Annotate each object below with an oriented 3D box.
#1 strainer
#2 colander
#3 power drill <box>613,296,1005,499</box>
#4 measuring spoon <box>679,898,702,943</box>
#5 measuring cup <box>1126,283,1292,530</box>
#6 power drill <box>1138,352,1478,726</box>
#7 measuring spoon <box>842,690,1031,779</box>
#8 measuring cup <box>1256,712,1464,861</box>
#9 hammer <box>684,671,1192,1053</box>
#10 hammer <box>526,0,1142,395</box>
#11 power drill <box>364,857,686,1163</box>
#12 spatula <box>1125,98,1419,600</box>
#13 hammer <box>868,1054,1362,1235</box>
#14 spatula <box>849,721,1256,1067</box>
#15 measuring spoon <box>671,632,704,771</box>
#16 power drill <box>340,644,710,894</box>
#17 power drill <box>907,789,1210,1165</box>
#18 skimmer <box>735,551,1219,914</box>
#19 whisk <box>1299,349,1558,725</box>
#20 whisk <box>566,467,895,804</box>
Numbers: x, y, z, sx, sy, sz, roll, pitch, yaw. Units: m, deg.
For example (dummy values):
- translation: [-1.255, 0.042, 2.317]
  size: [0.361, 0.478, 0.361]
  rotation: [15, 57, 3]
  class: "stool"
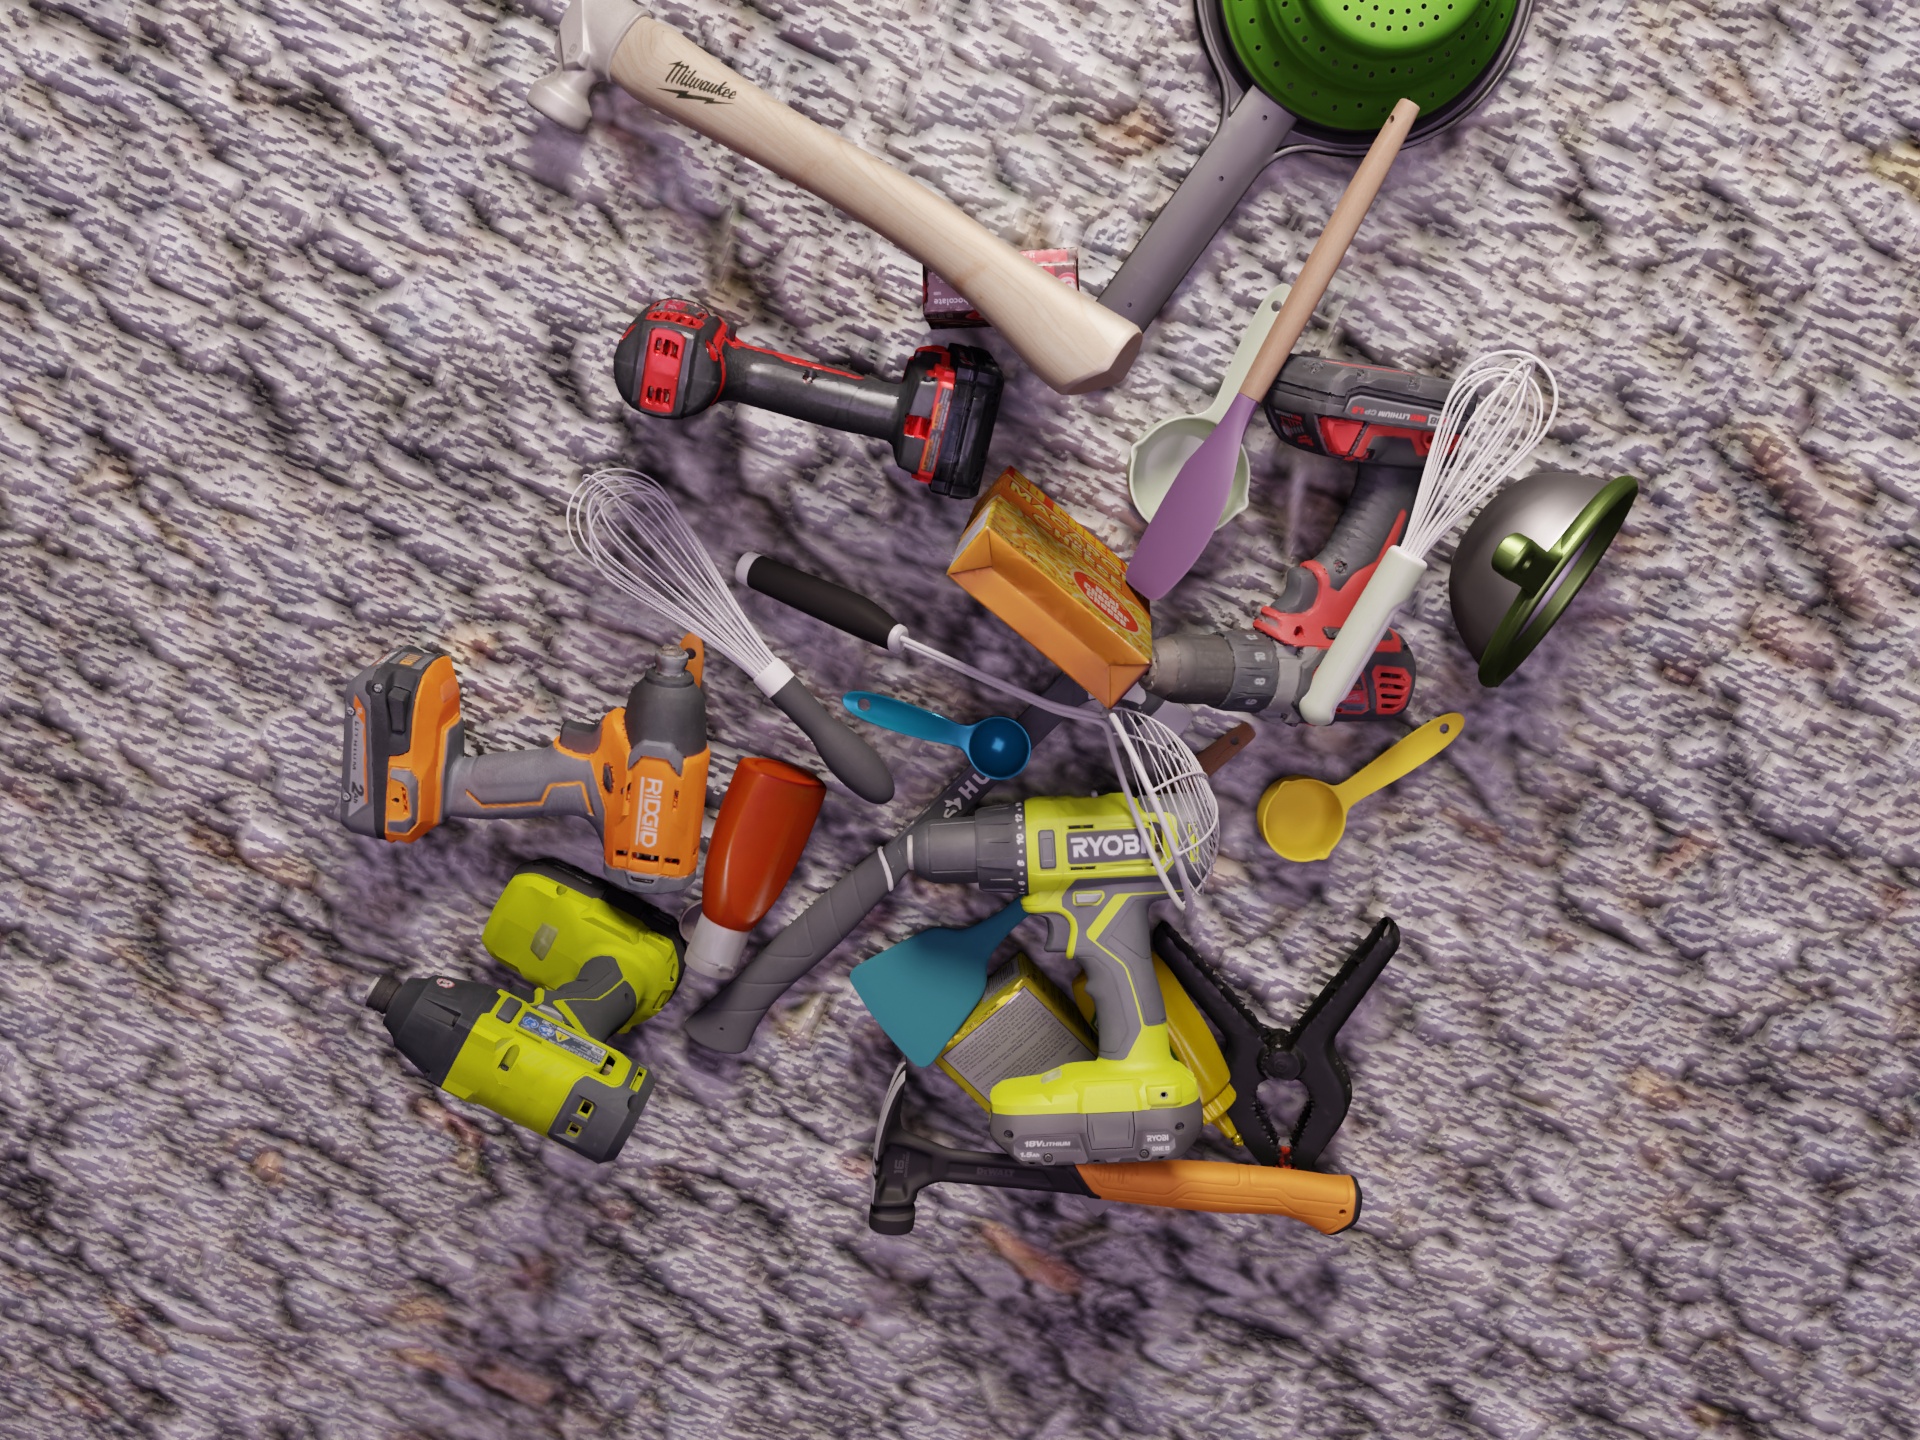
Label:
- translation: [0.320, -0.099, 0.934]
  size: [0.069, 0.256, 0.151]
  rotation: [38, 106, 22]
  class: "strainer"
- translation: [0.192, -0.367, 0.921]
  size: [0.204, 0.094, 0.397]
  rotation: [35, 103, -8]
  class: "colander"
- translation: [-0.091, -0.202, 0.955]
  size: [0.219, 0.143, 0.078]
  rotation: [11, 109, -8]
  class: "power drill"
- translation: [-0.160, 0.098, 1.095]
  size: [0.034, 0.018, 0.124]
  rotation: [22, 98, -27]
  class: "measuring spoon"
- translation: [0.162, -0.195, 0.999]
  size: [0.083, 0.038, 0.167]
  rotation: [25, 100, -8]
  class: "measuring cup"
- translation: [0.209, -0.105, 0.976]
  size: [0.187, 0.080, 0.226]
  rotation: [2, 108, -23]
  class: "power drill"
- translation: [-0.014, 0.003, 1.034]
  size: [0.128, 0.021, 0.042]
  rotation: [18, 105, 8]
  class: "measuring spoon"
- translation: [0.268, 0.038, 1.069]
  size: [0.156, 0.029, 0.062]
  rotation: [-32, 102, -3]
  class: "measuring cup"
- translation: [-0.041, 0.084, 1.077]
  size: [0.149, 0.036, 0.409]
  rotation: [44, 102, -9]
  class: "hammer"
- translation: [-0.065, -0.314, 0.886]
  size: [0.411, 0.038, 0.146]
  rotation: [37, 104, 17]
  class: "hammer"
- translation: [-0.264, 0.173, 1.007]
  size: [0.171, 0.223, 0.080]
  rotation: [29, 103, -6]
  class: "power drill"
- translation: [0.183, -0.212, 0.933]
  size: [0.018, 0.060, 0.316]
  rotation: [19, 106, -33]
  class: "spatula"
- translation: [0.109, 0.307, 1.090]
  size: [0.337, 0.034, 0.127]
  rotation: [6, 108, -2]
  class: "hammer"
- translation: [0.071, 0.105, 1.069]
  size: [0.317, 0.044, 0.082]
  rotation: [-39, 84, 6]
  class: "spatula"
- translation: [-0.190, -0.003, 1.068]
  size: [0.021, 0.011, 0.117]
  rotation: [13, 105, -2]
  class: "measuring spoon"
- translation: [-0.275, 0.016, 1.033]
  size: [0.226, 0.084, 0.164]
  rotation: [10, 109, -1]
  class: "power drill"
- translation: [0.066, 0.160, 1.018]
  size: [0.190, 0.080, 0.228]
  rotation: [-3, 89, 2]
  class: "power drill"
- translation: [-0.002, -0.003, 0.968]
  size: [0.363, 0.127, 0.090]
  rotation: [26, 72, 19]
  class: "skimmer"
- translation: [0.268, -0.103, 0.934]
  size: [0.059, 0.058, 0.246]
  rotation: [33, 107, 16]
  class: "whisk"
- translation: [-0.143, -0.051, 1.023]
  size: [0.070, 0.070, 0.284]
  rotation: [-41, 98, 11]
  class: "whisk"
